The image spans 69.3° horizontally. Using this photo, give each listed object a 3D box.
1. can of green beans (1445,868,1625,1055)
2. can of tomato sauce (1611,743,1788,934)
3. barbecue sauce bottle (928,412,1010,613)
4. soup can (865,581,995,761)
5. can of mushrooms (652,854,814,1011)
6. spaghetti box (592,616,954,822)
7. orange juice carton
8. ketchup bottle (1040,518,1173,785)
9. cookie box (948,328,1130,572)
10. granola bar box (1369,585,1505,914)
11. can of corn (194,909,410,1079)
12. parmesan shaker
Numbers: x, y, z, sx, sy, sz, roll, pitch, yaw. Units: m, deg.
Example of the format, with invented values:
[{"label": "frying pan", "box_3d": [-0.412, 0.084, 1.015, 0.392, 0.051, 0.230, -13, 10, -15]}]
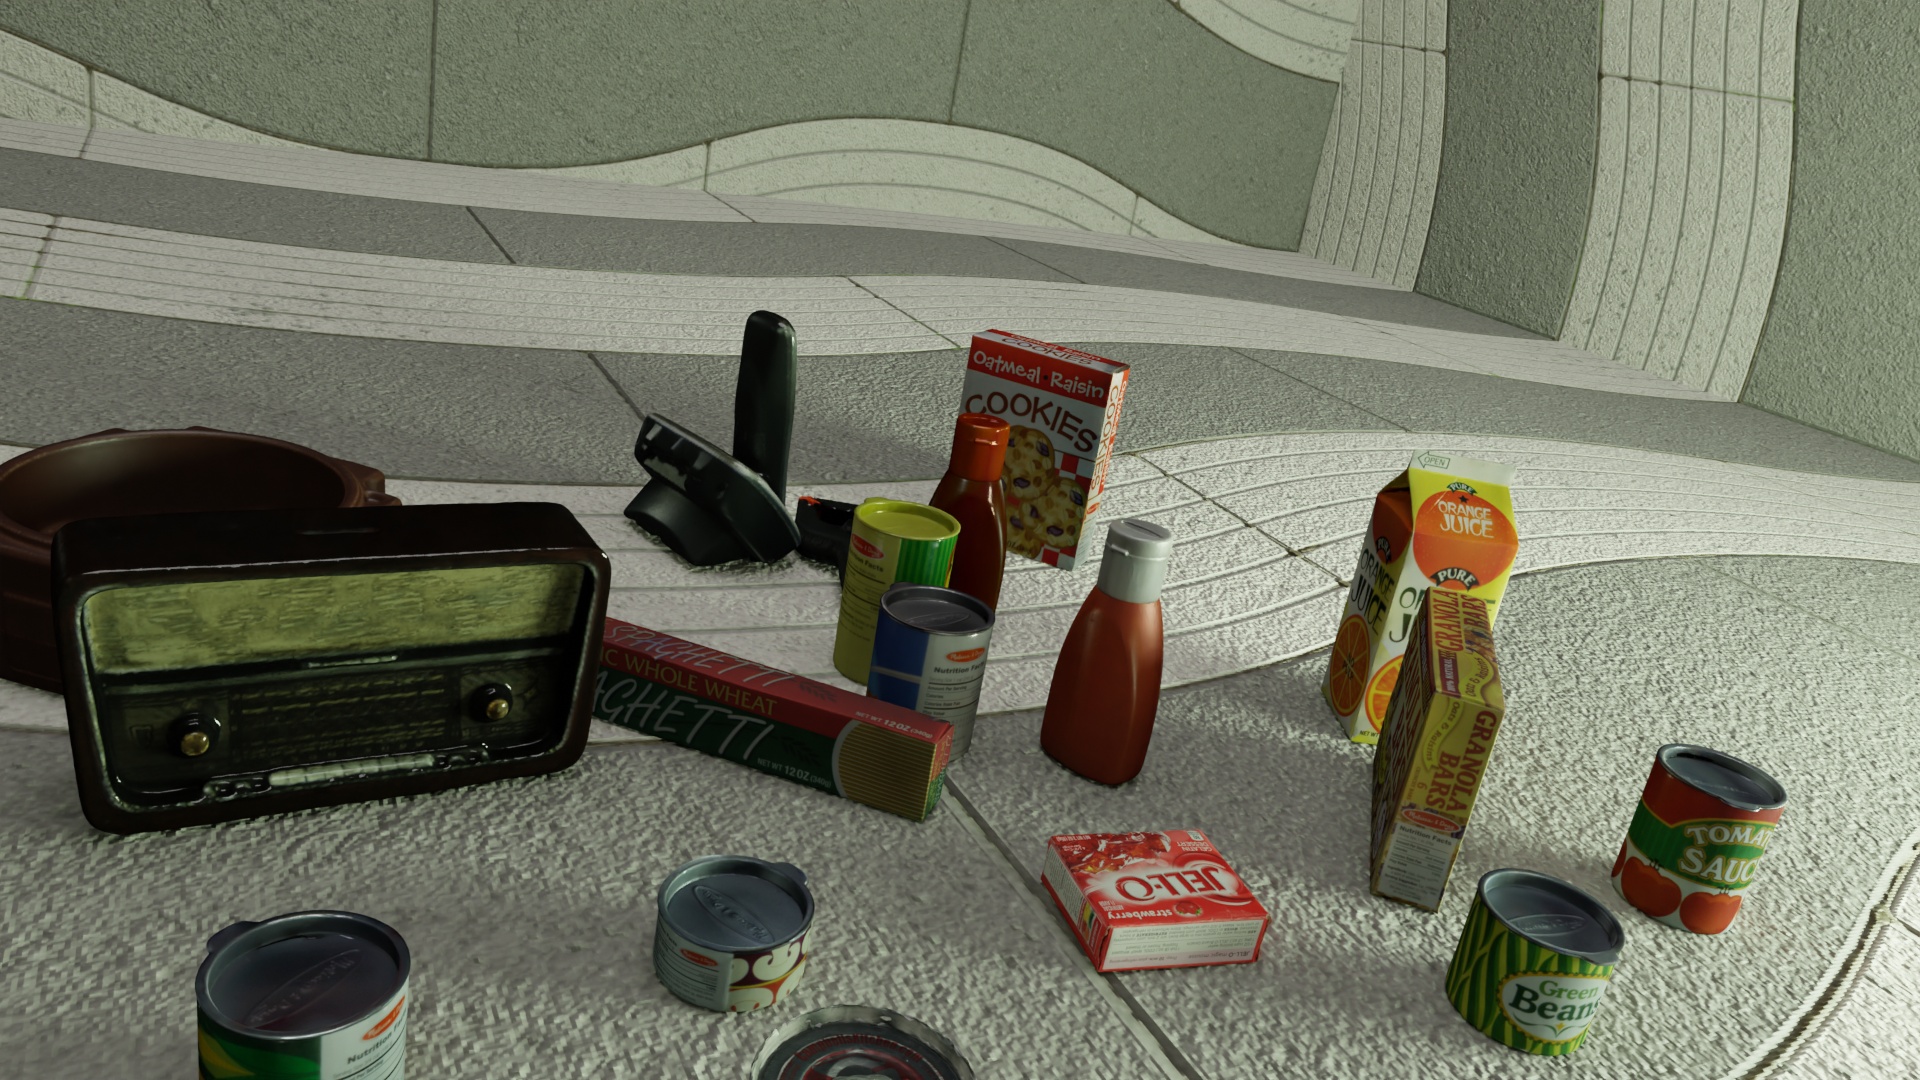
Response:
[{"label": "can of green beans", "box_3d": [0.269, 0.197, 0.653, 0.071, 0.057, 0.071, 9, 20, -3]}, {"label": "can of tomato sauce", "box_3d": [0.408, 0.166, 0.769, 0.071, 0.082, 0.071, 9, 20, -3]}, {"label": "barbecue sauce bottle", "box_3d": [0.003, -0.012, 0.950, 0.065, 0.148, 0.044, 9, 20, -5]}, {"label": "soup can", "box_3d": [-0.021, 0.075, 0.800, 0.071, 0.083, 0.071, 9, 20, -3]}, {"label": "can of mushrooms", "box_3d": [-0.095, 0.166, 0.594, 0.071, 0.033, 0.071, 9, 20, -3]}, {"label": "spaghetti box", "box_3d": [-0.128, 0.090, 0.756, 0.250, 0.050, 0.029, 15, 21, 13]}, {"label": "orange juice carton", "box_3d": [0.302, 0.035, 0.906, 0.072, 0.191, 0.073, 8, 20, -5]}, {"label": "ketchup bottle", "box_3d": [0.088, 0.062, 0.794, 0.065, 0.148, 0.044, 26, 25, 36]}, {"label": "cookie box", "box_3d": [0.057, -0.074, 1.113, 0.123, 0.166, 0.040, 19, 21, 21]}, {"label": "granola bar box", "box_3d": [0.266, 0.111, 0.785, 0.039, 0.123, 0.166, 15, 21, 12]}, {"label": "can of corn", "box_3d": [-0.229, 0.171, 0.481, 0.071, 0.058, 0.071, 9, 20, -3]}, {"label": "parmesan shaker", "box_3d": [-0.043, 0.032, 0.875, 0.071, 0.102, 0.071, 9, 20, -3]}]
